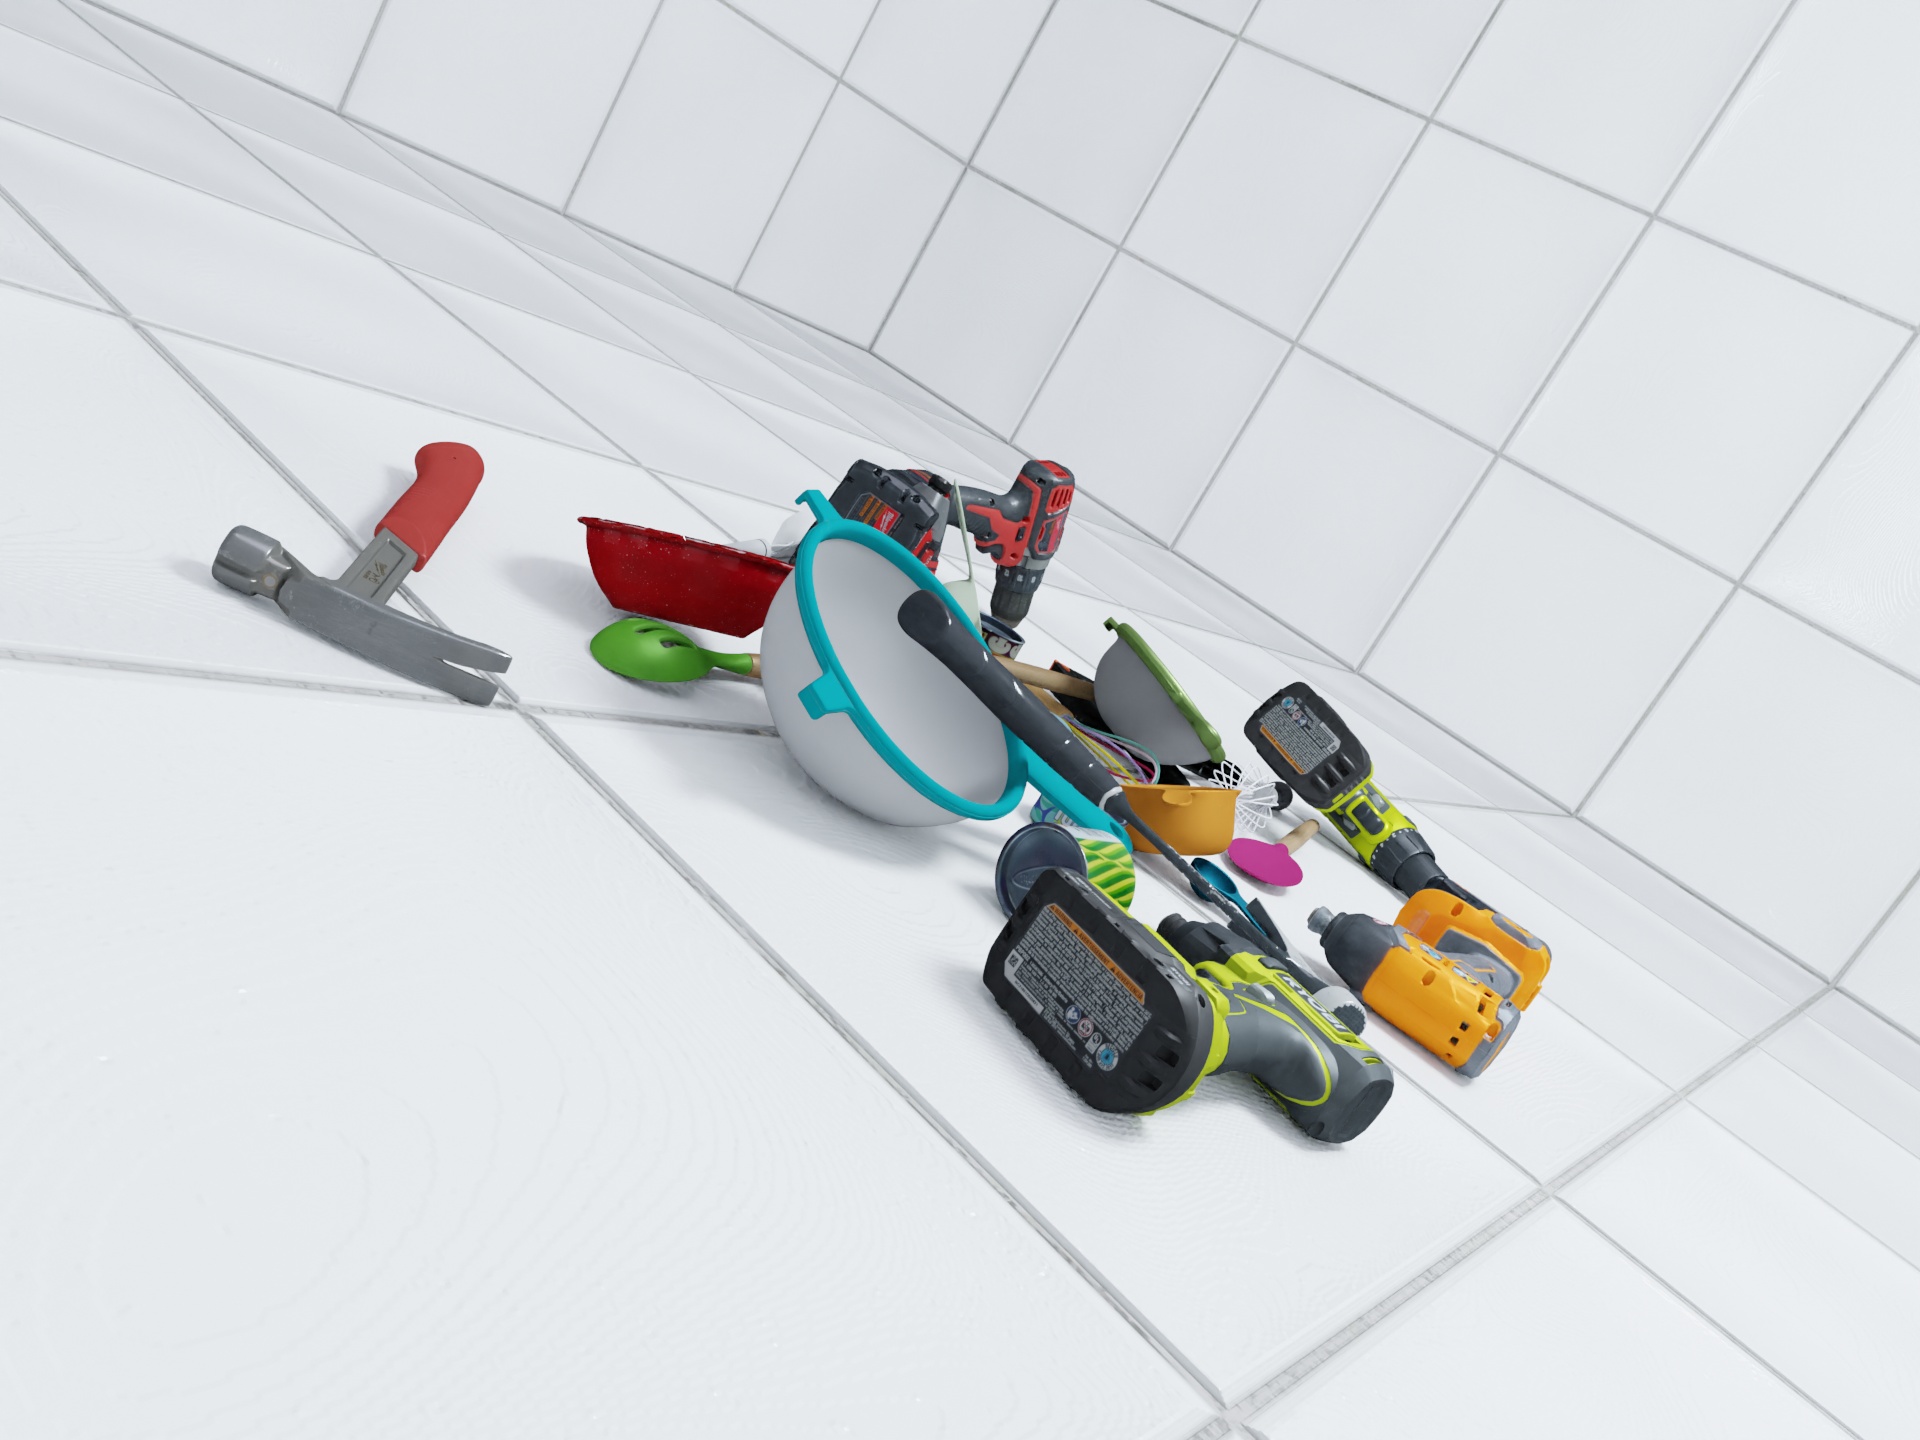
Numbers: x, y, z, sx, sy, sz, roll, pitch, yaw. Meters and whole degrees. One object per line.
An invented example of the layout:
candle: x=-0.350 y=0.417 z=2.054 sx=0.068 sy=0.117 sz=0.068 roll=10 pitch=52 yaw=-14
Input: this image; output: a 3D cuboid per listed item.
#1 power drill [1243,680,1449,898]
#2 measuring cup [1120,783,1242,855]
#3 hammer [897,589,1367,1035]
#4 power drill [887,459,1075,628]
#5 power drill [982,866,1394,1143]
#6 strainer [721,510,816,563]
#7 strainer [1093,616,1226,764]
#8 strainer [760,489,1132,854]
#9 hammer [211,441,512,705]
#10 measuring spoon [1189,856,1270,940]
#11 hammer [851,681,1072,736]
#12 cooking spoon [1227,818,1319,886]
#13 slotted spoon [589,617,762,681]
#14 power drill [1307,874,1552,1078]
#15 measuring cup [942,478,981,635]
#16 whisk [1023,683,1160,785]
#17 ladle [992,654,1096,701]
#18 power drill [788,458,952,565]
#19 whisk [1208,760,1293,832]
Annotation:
power drill: x=0.383 y=0.078 z=1.547 sx=0.228 sy=0.080 sz=0.191 roll=43 pitch=10 yaw=-42
measuring cup: x=0.159 y=0.077 z=1.171 sx=0.095 sy=0.052 sz=0.173 roll=2 pitch=2 yaw=8
hammer: x=0.108 y=0.058 z=1.029 sx=0.408 sy=0.036 sz=0.149 roll=43 pitch=5 yaw=-23
power drill: x=0.008 y=-0.175 z=1.635 sx=0.226 sy=0.187 sz=0.080 roll=-8 pitch=36 yaw=-38
power drill: x=0.123 y=0.153 z=0.876 sx=0.223 sy=0.080 sz=0.171 roll=20 pitch=18 yaw=-48
strainer: x=-0.166 y=-0.148 z=1.353 sx=0.258 sy=0.087 sz=0.050 roll=-23 pitch=94 yaw=-61
strainer: x=0.166 y=0.003 z=1.345 sx=0.151 sy=0.069 sz=0.256 roll=53 pitch=4 yaw=-11
strainer: x=-0.017 y=0.020 z=1.025 sx=0.340 sy=0.095 sz=0.211 roll=40 pitch=29 yaw=-37
hammer: x=-0.322 y=-0.110 z=0.961 sx=0.149 sy=0.036 sz=0.359 roll=26 pitch=15 yaw=-16
measuring spoon: x=0.212 y=0.153 z=1.179 sx=0.042 sy=0.021 sz=0.129 roll=6 pitch=37 yaw=-54
hammer: x=-0.002 y=-0.004 z=1.211 sx=0.128 sy=0.033 sz=0.330 roll=49 pitch=19 yaw=25
cooking spoon: x=0.297 y=0.116 z=1.455 sx=0.069 sy=0.017 sz=0.319 roll=30 pitch=14 yaw=17
slotted spoon: x=-0.136 y=-0.038 z=1.107 sx=0.070 sy=0.031 sz=0.313 roll=34 pitch=13 yaw=27
power drill: x=0.365 y=0.185 z=1.236 sx=0.164 sy=0.084 sz=0.226 roll=36 pitch=19 yaw=23
measuring cup: x=-0.008 y=-0.134 z=1.445 sx=0.038 sy=0.167 sz=0.083 roll=-8 pitch=13 yaw=-2
whisk: x=0.101 y=0.008 z=1.388 sx=0.047 sy=0.051 sz=0.245 roll=13 pitch=19 yaw=-35
ladle: x=0.046 y=-0.054 z=1.338 sx=0.078 sy=0.062 sz=0.320 roll=34 pitch=13 yaw=36
power drill: x=-0.063 y=-0.153 z=1.347 sx=0.078 sy=0.143 sz=0.219 roll=35 pitch=7 yaw=3
whisk: x=0.284 y=0.072 z=1.508 sx=0.070 sy=0.070 sz=0.284 roll=35 pitch=10 yaw=18
